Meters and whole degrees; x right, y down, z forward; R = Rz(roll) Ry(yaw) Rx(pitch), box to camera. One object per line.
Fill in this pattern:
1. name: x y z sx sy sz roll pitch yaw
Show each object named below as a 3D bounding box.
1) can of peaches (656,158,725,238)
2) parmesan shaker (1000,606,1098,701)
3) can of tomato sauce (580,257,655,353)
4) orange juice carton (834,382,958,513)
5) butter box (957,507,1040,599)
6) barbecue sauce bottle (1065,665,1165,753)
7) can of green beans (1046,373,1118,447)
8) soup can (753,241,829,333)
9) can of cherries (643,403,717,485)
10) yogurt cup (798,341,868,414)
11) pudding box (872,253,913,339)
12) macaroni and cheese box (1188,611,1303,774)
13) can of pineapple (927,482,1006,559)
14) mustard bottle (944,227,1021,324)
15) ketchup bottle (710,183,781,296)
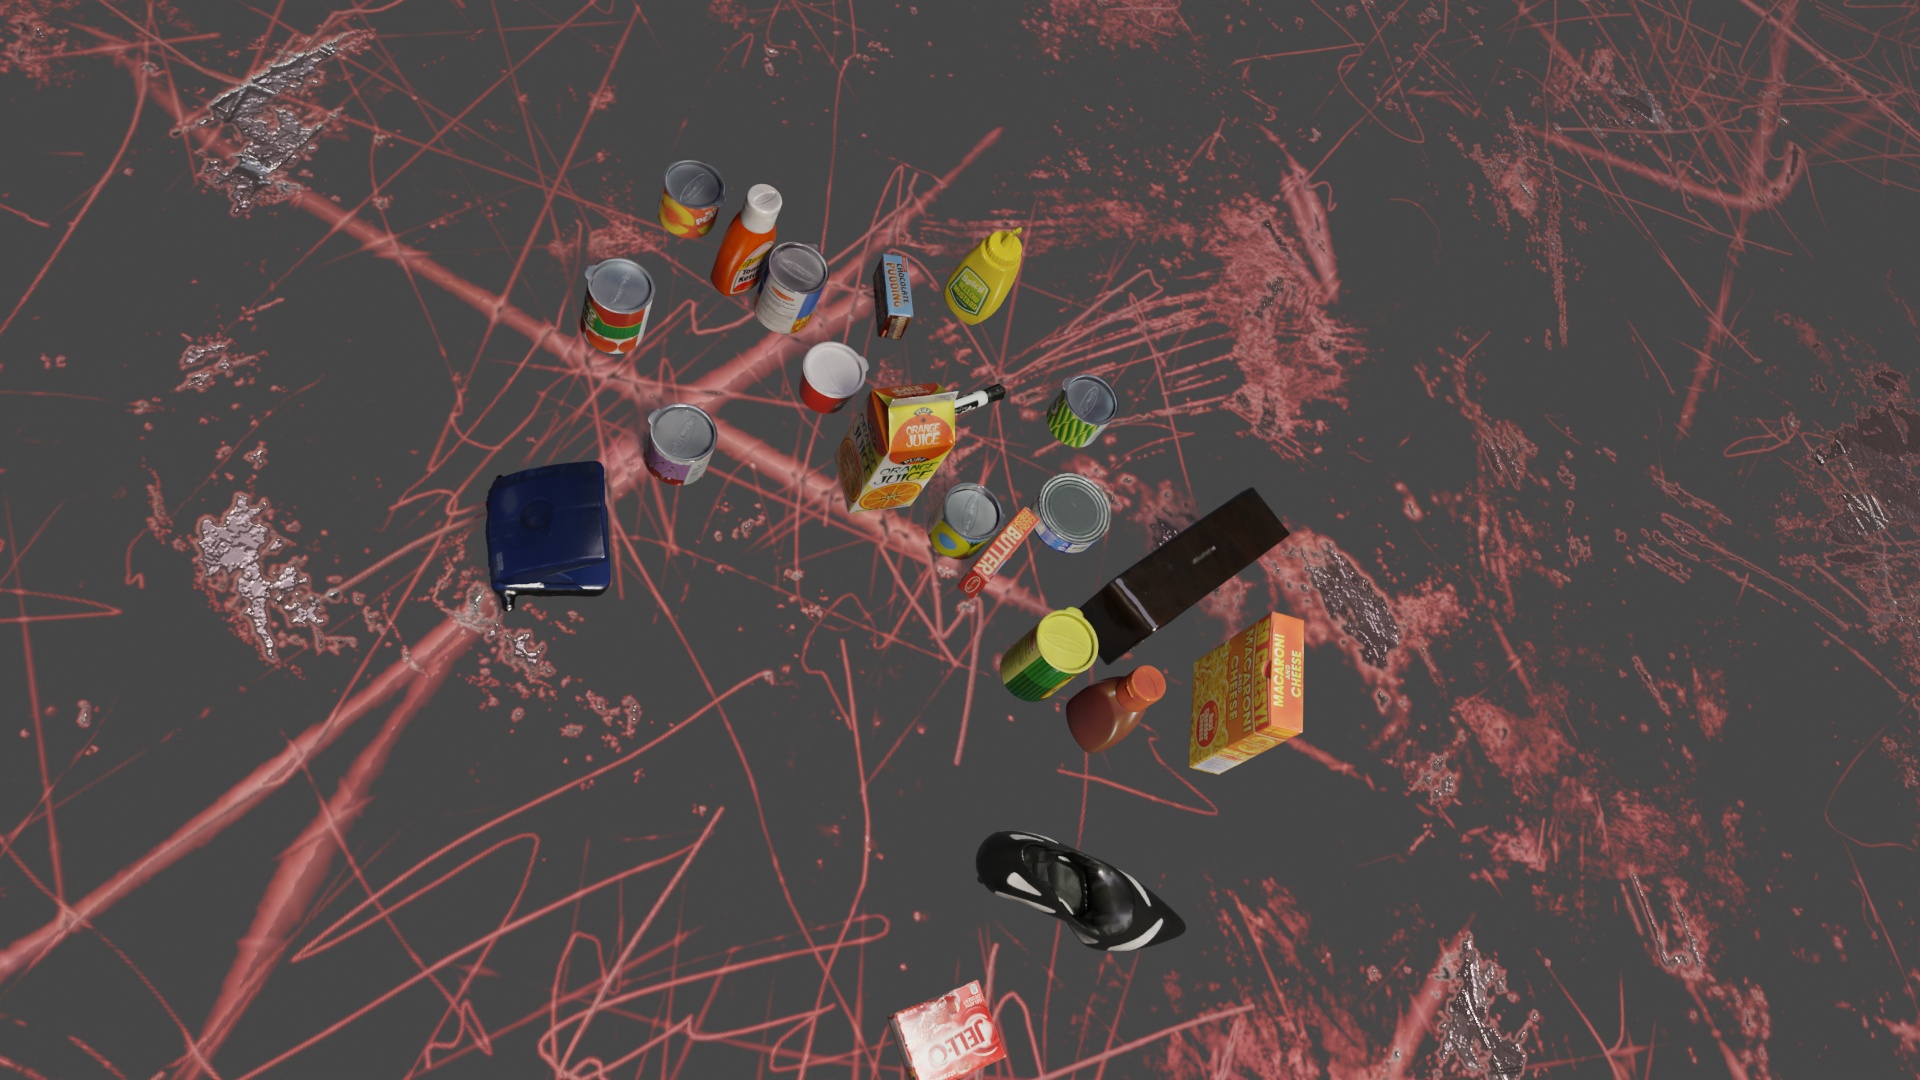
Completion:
1. can of peaches: -0.295 -0.373 1.524 0.071 0.057 0.071 8 64 -17
2. parmesan shaker: 0.090 0.117 1.417 0.071 0.102 0.071 8 64 -17
3. can of tomato sauce: -0.355 -0.240 1.425 0.071 0.082 0.071 8 64 -17
4. orange juice carton: -0.064 -0.101 1.408 0.072 0.191 0.073 -8 70 -24
5. butter box: 0.040 0.013 1.476 0.024 0.053 0.104 41 59 0
6. barbecue sauce bottle: 0.156 0.165 1.394 0.044 0.148 0.065 -16 73 -26
7. can of green beans: 0.139 -0.148 1.586 0.071 0.057 0.071 8 64 -17
8. soup can: -0.183 -0.275 1.506 0.071 0.083 0.071 8 64 -17
9. can of cherries: -0.285 -0.098 1.400 0.071 0.058 0.072 8 64 -17
10. yogurt cup: -0.141 -0.172 1.492 0.072 0.053 0.072 8 64 -17
11. pudding box: -0.076 -0.276 1.567 0.030 0.049 0.084 3 66 -20
12. macaroni and cheese box: 0.294 0.161 1.439 0.040 0.165 0.124 15 62 -14
13. can of pineapple: 0.005 -0.018 1.474 0.071 0.057 0.071 8 64 -17
14. mustard bottle: 0.032 -0.305 1.558 0.065 0.159 0.049 45 59 3
15. ketchup bottle: -0.224 -0.320 1.474 0.065 0.148 0.043 -37 84 -30
